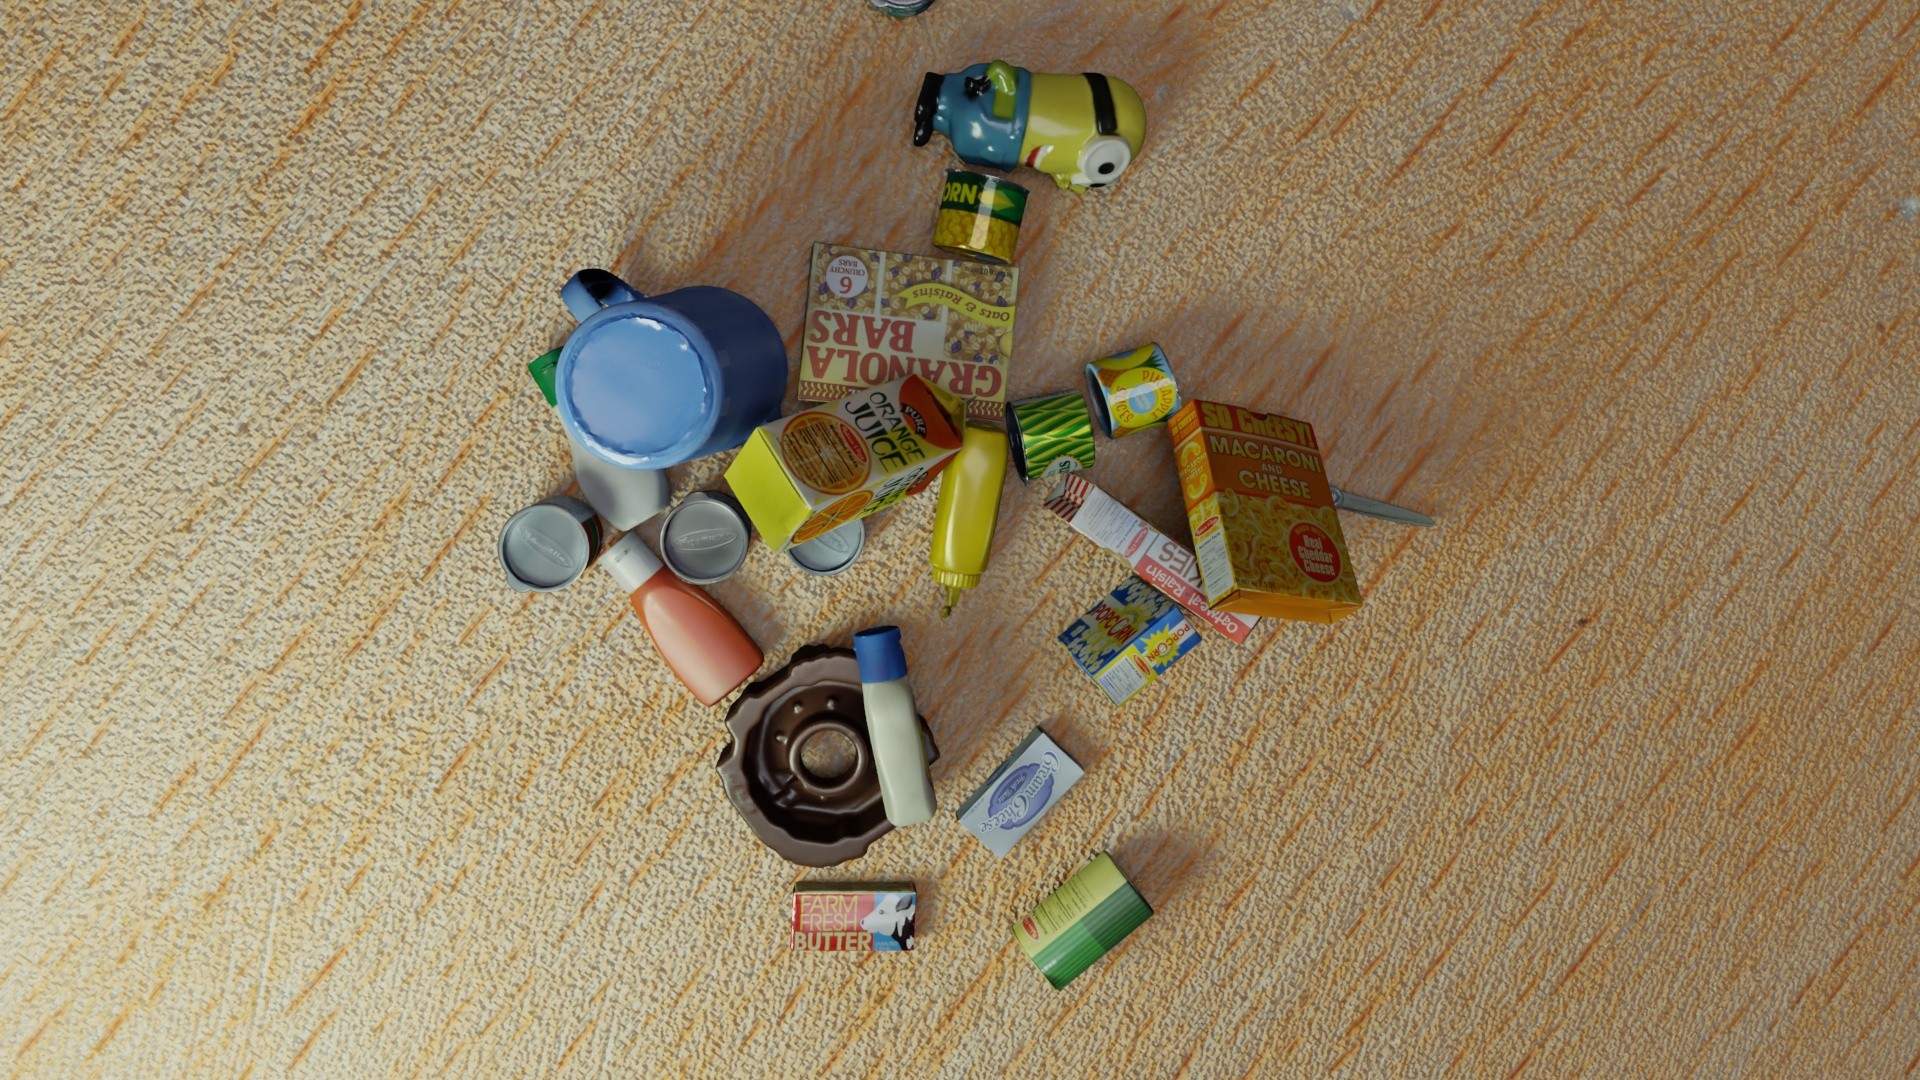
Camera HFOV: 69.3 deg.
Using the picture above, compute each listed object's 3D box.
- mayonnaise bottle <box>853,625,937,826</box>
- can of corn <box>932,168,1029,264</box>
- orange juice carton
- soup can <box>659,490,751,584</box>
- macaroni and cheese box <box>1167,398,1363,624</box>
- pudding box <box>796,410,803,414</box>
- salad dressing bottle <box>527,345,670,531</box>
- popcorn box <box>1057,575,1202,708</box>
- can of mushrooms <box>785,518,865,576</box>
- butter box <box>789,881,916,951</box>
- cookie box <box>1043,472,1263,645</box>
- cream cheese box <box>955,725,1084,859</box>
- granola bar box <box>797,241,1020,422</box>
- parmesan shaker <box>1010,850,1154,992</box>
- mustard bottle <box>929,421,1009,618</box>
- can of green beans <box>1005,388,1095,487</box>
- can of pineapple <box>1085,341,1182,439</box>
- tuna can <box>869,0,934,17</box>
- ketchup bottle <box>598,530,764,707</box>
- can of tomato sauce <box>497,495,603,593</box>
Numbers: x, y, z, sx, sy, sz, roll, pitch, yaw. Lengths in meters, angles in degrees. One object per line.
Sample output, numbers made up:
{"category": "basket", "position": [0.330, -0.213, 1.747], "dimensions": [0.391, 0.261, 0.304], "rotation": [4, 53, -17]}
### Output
{"category": "mayonnaise bottle", "position": [-0.051, 0.141, 1.070], "dimensions": [0.041, 0.065, 0.148], "rotation": [-11, 96, -4]}
{"category": "can of corn", "position": [0.013, -0.253, 1.087], "dimensions": [0.071, 0.071, 0.058], "rotation": [12, 96, -8]}
{"category": "orange juice carton", "position": [-0.070, -0.065, 1.035], "dimensions": [0.193, 0.071, 0.073], "rotation": [-25, 77, -39]}
{"category": "soup can", "position": [-0.197, -0.007, 1.081], "dimensions": [0.071, 0.084, 0.071], "rotation": [-1, 97, -7]}
{"category": "macaroni and cheese box", "position": [0.235, -0.023, 1.074], "dimensions": [0.124, 0.040, 0.167], "rotation": [8, 59, -28]}
{"category": "pudding box", "position": [-0.094, -0.069, 1.104], "dimensions": [0.084, 0.030, 0.050], "rotation": [13, 55, -7]}
{"category": "salad dressing bottle", "position": [-0.283, -0.080, 1.084], "dimensions": [0.064, 0.044, 0.147], "rotation": [-29, 98, 3]}
{"category": "popcorn box", "position": [0.133, 0.079, 1.108], "dimensions": [0.085, 0.127, 0.038], "rotation": [-40, 102, 0]}
{"category": "can of mushrooms", "position": [-0.109, -0.008, 1.117], "dimensions": [0.071, 0.033, 0.071], "rotation": [-1, 96, -6]}
{"category": "butter box", "position": [-0.090, 0.314, 1.160], "dimensions": [0.103, 0.024, 0.053], "rotation": [2, 96, -7]}
{"category": "cookie box", "position": [0.153, 0.011, 1.104], "dimensions": [0.167, 0.123, 0.040], "rotation": [35, 93, -9]}
{"category": "cream cheese box", "position": [0.050, 0.211, 1.165], "dimensions": [0.053, 0.024, 0.104], "rotation": [43, 90, -11]}
{"category": "granola bar box", "position": [-0.042, -0.165, 1.105], "dimensions": [0.166, 0.039, 0.124], "rotation": [6, 96, -7]}
{"category": "parmesan shaker", "position": [0.104, 0.319, 1.159], "dimensions": [0.103, 0.071, 0.071], "rotation": [-38, 99, -1]}
{"category": "mustard bottle", "position": [0.004, -0.014, 1.117], "dimensions": [0.049, 0.065, 0.159], "rotation": [8, 102, -8]}
{"category": "can of green beans", "position": [0.072, -0.085, 1.114], "dimensions": [0.058, 0.071, 0.071], "rotation": [-12, 98, -6]}
{"category": "can of pineapple", "position": [0.139, -0.120, 1.116], "dimensions": [0.058, 0.071, 0.071], "rotation": [-18, 98, -3]}
{"category": "tuna can", "position": [-0.047, -0.440, 1.077], "dimensions": [0.071, 0.033, 0.071], "rotation": [-1, 96, -7]}
{"category": "ketchup bottle", "position": [-0.226, 0.059, 1.105], "dimensions": [0.065, 0.043, 0.148], "rotation": [-40, 99, -2]}
{"category": "can of tomato sauce", "position": [-0.314, 0.003, 1.069], "dimensions": [0.071, 0.083, 0.071], "rotation": [-1, 97, -6]}
